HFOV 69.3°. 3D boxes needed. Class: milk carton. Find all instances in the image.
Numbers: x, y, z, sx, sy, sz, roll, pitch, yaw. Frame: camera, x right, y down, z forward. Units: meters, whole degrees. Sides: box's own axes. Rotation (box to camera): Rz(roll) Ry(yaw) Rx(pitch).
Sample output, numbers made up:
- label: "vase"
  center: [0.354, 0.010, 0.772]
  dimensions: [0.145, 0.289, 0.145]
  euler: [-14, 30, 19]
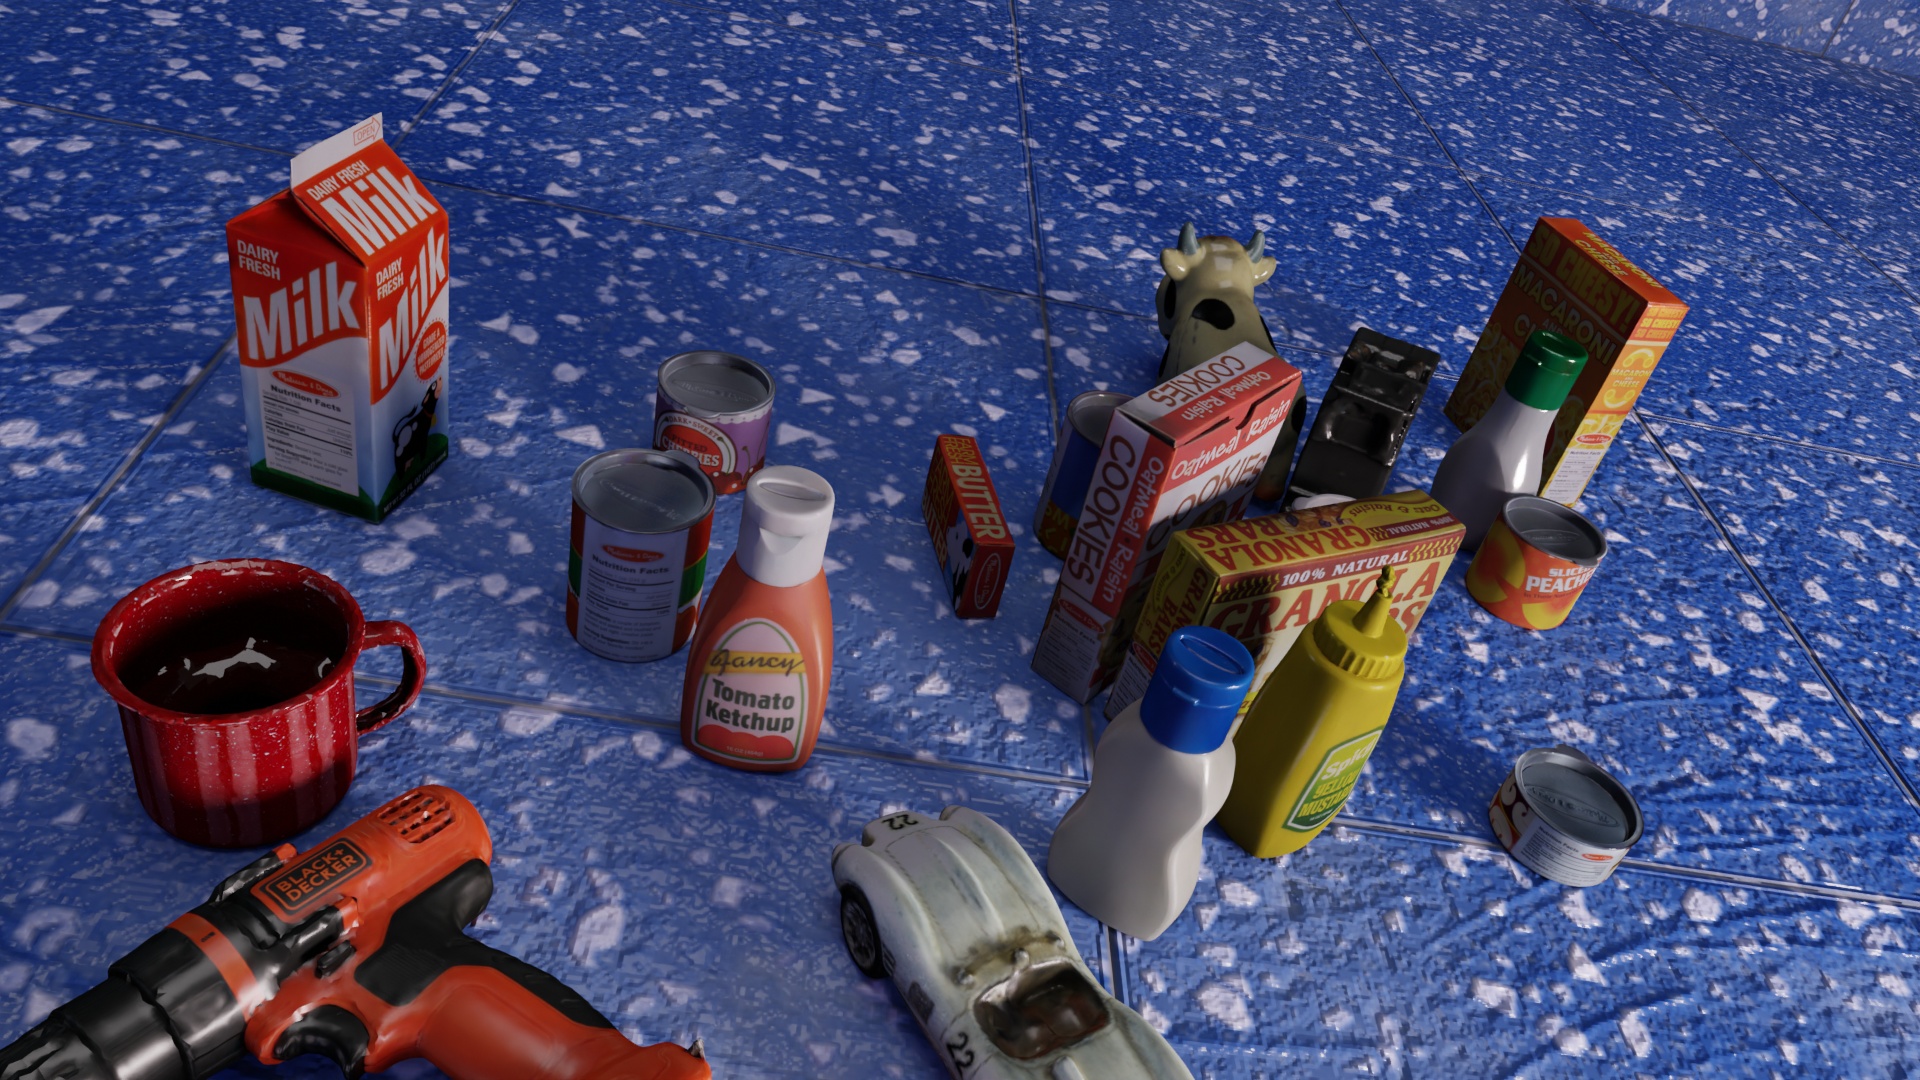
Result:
- label: "milk carton"
  center: [-0.303, -0.111, 0.686]
  dimensions: [0.073, 0.189, 0.073]
  euler: [18, 36, 3]

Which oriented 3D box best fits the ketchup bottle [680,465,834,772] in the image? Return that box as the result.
- label: "ketchup bottle"
  center: [-0.084, 0.036, 0.606]
  dimensions: [0.065, 0.148, 0.044]
  euler: [11, 36, -5]

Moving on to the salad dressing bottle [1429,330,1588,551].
- label: "salad dressing bottle"
  center: [0.350, -0.063, 0.889]
  dimensions: [0.044, 0.146, 0.064]
  euler: [-9, 43, -29]

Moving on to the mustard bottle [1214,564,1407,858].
- label: "mustard bottle"
  center: [0.165, 0.076, 0.632]
  dimensions: [0.065, 0.159, 0.049]
  euler: [-15, 46, -34]

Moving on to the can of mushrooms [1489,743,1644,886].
- label: "can of mushrooms"
  center: [0.307, 0.139, 0.706]
  dimensions: [0.071, 0.033, 0.071]
  euler: [10, 37, -7]

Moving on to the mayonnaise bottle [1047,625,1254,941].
- label: "mayonnaise bottle"
  center: [0.082, 0.101, 0.580]
  dimensions: [0.065, 0.147, 0.041]
  euler: [30, 39, 19]

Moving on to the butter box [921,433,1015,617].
- label: "butter box"
  center: [0.003, -0.010, 0.777]
  dimensions: [0.024, 0.052, 0.104]
  euler: [2, 38, -17]

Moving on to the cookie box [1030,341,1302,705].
- label: "cookie box"
  center: [0.106, -0.009, 0.717]
  dimensions: [0.040, 0.166, 0.123]
  euler: [35, 41, 24]

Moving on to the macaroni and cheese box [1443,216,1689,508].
- label: "macaroni and cheese box"
  center: [0.421, -0.125, 0.980]
  dimensions: [0.040, 0.165, 0.124]
  euler: [-1, 39, -20]

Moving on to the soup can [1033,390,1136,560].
- label: "soup can"
  center: [0.086, -0.034, 0.812]
  dimensions: [0.071, 0.083, 0.072]
  euler: [10, 37, -7]

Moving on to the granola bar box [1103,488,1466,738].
- label: "granola bar box"
  center: [0.165, 0.042, 0.707]
  dimensions: [0.166, 0.123, 0.039]
  euler: [-9, 43, -29]

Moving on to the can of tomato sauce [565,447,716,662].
- label: "can of tomato sauce"
  center: [-0.156, 0.006, 0.675]
  dimensions: [0.071, 0.082, 0.071]
  euler: [10, 37, -7]

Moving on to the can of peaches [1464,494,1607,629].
- label: "can of peaches"
  center: [0.358, 0.015, 0.865]
  dimensions: [0.071, 0.057, 0.071]
  euler: [10, 37, -7]

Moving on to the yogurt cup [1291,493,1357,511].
- label: "yogurt cup"
  center: [0.224, 0.013, 0.823]
  dimensions: [0.072, 0.053, 0.073]
  euler: [10, 37, -7]

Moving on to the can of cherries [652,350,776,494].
- label: "can of cherries"
  center: [-0.143, -0.066, 0.795]
  dimensions: [0.071, 0.058, 0.072]
  euler: [10, 37, -7]
